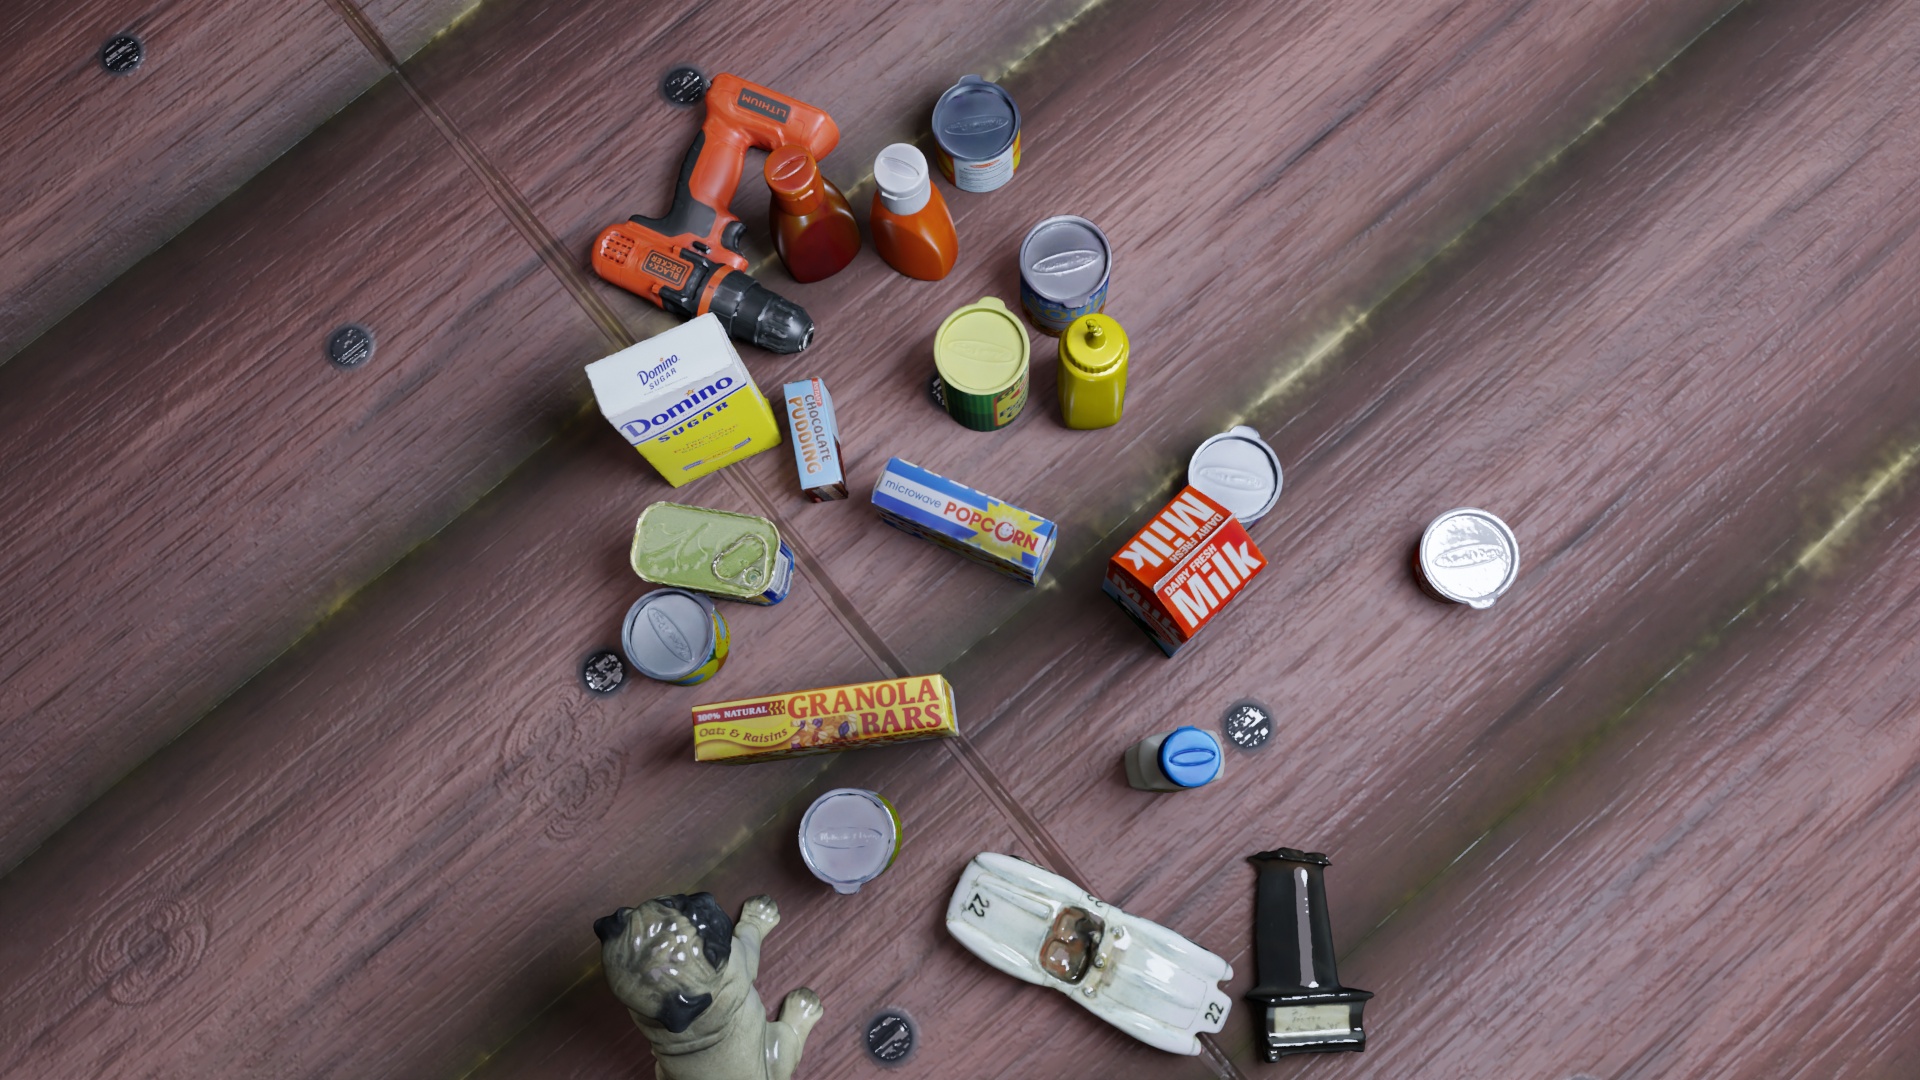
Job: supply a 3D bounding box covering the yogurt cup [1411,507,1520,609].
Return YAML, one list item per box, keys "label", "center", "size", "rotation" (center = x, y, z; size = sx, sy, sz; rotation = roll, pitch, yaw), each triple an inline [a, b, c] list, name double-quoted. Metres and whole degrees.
- label: "yogurt cup"
  center: [0.354, 0.014, 0.984]
  size: [0.072, 0.054, 0.072]
  rotation: [-1, 79, 3]

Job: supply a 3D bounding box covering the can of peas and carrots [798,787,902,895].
- label: "can of peas and carrots"
  center: [-0.075, 0.208, 0.965]
  size: [0.071, 0.058, 0.071]
  rotation: [-1, 79, 3]

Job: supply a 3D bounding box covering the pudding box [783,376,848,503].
- label: "pudding box"
  center: [-0.106, -0.074, 1.026]
  size: [0.030, 0.049, 0.084]
  rotation: [-12, 79, 1]

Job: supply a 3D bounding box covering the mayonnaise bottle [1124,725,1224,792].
- label: "mayonnaise bottle"
  center: [0.145, 0.146, 0.921]
  size: [0.065, 0.148, 0.041]
  rotation: [-7, 79, 2]

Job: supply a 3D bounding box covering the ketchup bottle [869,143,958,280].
- label: "ketchup bottle"
  center: [-0.037, -0.236, 1.004]
  size: [0.065, 0.148, 0.043]
  rotation: [25, 82, 7]

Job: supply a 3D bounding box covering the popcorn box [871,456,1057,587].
- label: "popcorn box"
  center: [0.004, -0.012, 0.991]
  size: [0.127, 0.085, 0.038]
  rotation: [23, 82, 7]

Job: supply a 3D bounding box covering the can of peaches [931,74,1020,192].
- label: "can of peaches"
  center: [0.013, -0.310, 1.062]
  size: [0.071, 0.058, 0.071]
  rotation: [-1, 79, 3]

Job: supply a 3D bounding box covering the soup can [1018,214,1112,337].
- label: "soup can"
  center: [0.077, -0.190, 1.022]
  size: [0.071, 0.083, 0.071]
  rotation: [-1, 79, 3]

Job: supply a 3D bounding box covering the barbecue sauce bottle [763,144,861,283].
- label: "barbecue sauce bottle"
  center: [-0.111, -0.237, 1.008]
  size: [0.065, 0.148, 0.044]
  rotation: [-32, 80, -3]

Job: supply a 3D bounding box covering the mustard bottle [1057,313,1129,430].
- label: "mustard bottle"
  center: [0.092, -0.123, 0.969]
  size: [0.049, 0.160, 0.065]
  rotation: [-5, 79, 2]

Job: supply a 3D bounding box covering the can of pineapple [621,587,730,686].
- label: "can of pineapple"
  center: [-0.201, 0.070, 0.999]
  size: [0.071, 0.057, 0.071]
  rotation: [-1, 79, 3]

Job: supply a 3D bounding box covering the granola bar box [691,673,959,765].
- label: "granola bar box"
  center: [-0.088, 0.123, 0.949]
  size: [0.166, 0.124, 0.039]
  rotation: [-8, 79, 1]

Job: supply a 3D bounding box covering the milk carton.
- label: "milk carton"
  center: [0.146, 0.022, 0.923]
  size: [0.072, 0.190, 0.073]
  rotation: [-43, 80, -5]

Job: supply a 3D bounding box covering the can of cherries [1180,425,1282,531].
- label: "can of cherries"
  center: [0.195, -0.042, 1.000]
  size: [0.071, 0.058, 0.071]
  rotation: [-1, 79, 3]

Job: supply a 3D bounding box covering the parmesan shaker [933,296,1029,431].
- label: "parmesan shaker"
  center: [0.018, -0.125, 1.003]
  size: [0.071, 0.103, 0.071]
  rotation: [-1, 79, 3]
